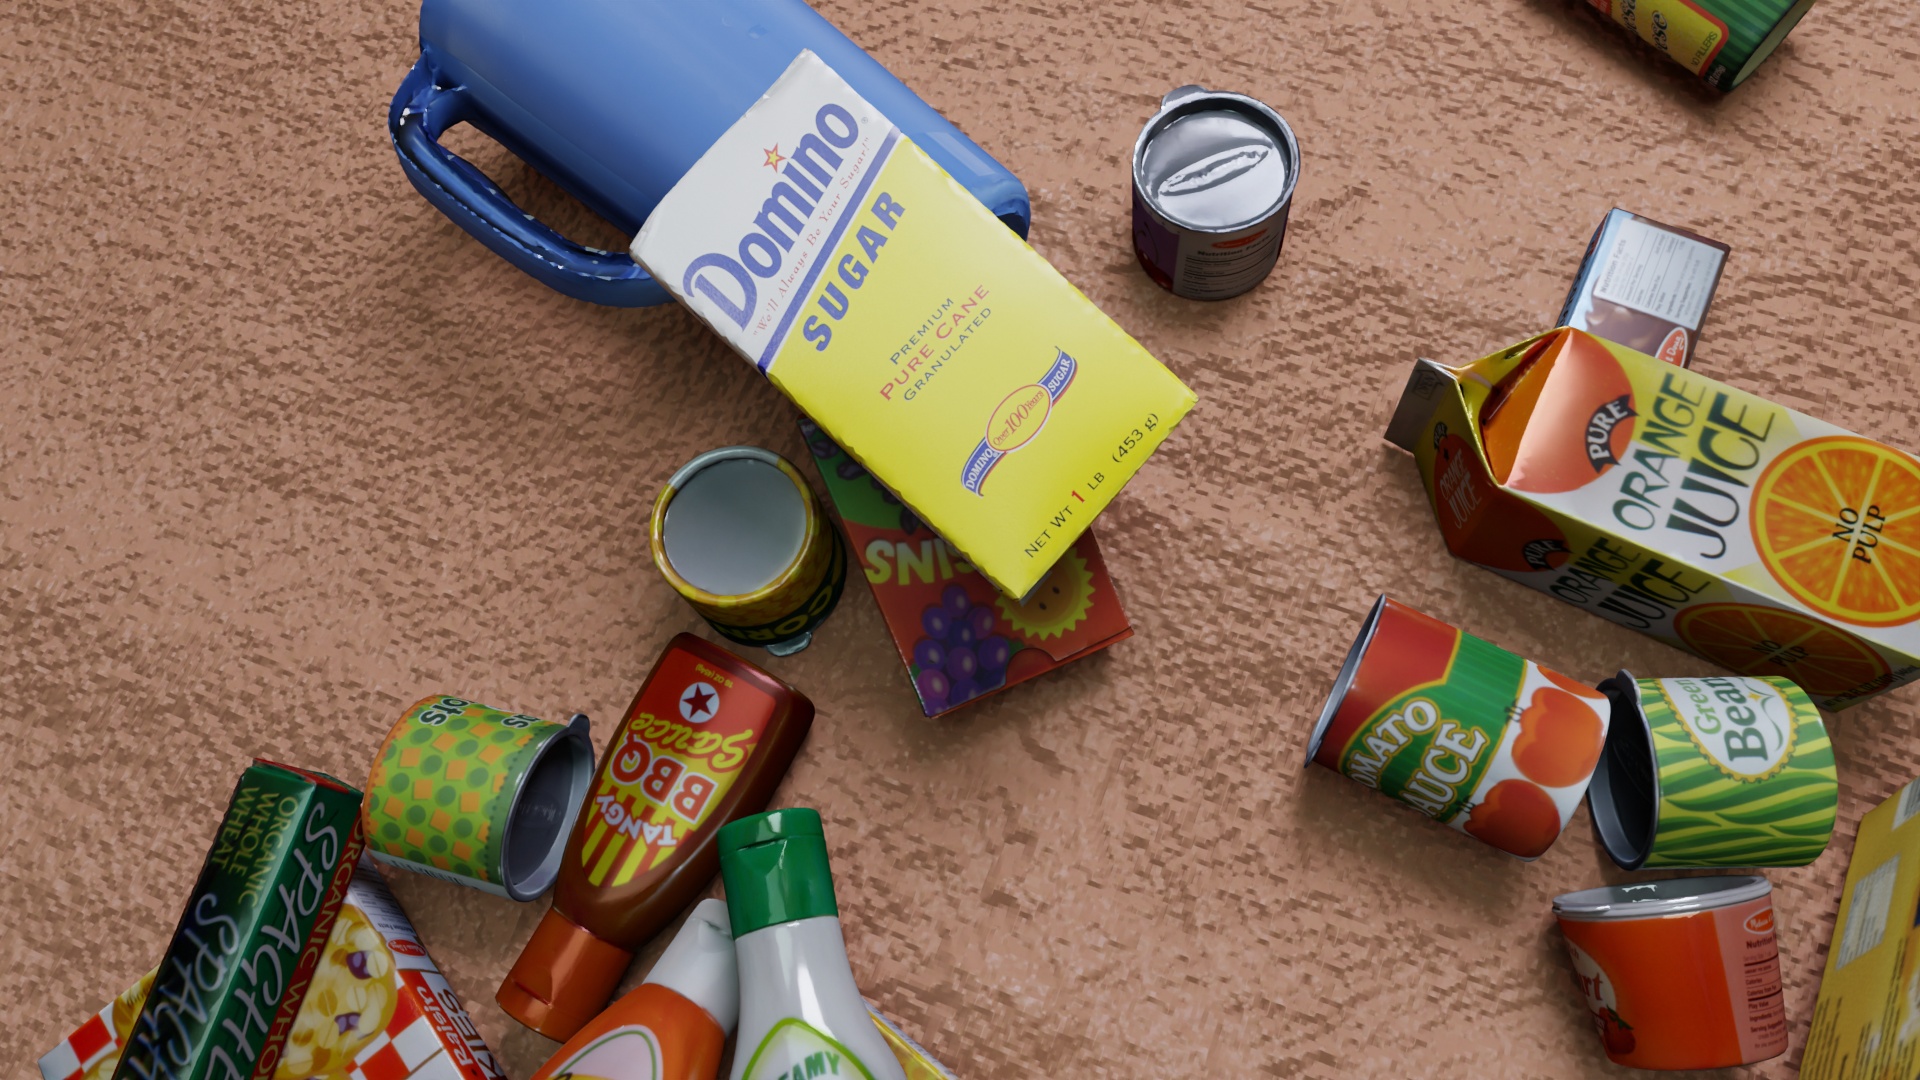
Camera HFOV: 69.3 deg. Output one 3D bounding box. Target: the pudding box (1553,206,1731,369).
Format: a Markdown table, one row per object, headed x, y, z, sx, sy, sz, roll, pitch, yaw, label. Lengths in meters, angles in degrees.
| x | y | z | sx | sy | sz | roll | pitch | yaw | label |
| --- | --- | --- | --- | --- | --- | --- | --- | --- | --- |
| 0.267 | -0.087 | 0.557 | 0.050 | 0.030 | 0.084 | 23 | 75 | 12 | pudding box |

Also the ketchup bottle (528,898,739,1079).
| x | y | z | sx | sy | sz | roll | pitch | yaw | label |
| --- | --- | --- | --- | --- | --- | --- | --- | --- | --- |
| -0.114 | 0.190 | 0.464 | 0.065 | 0.043 | 0.149 | 21 | 49 | 17 | ketchup bottle |

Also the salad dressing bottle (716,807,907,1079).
| x | y | z | sx | sy | sz | roll | pitch | yaw | label |
| --- | --- | --- | --- | --- | --- | --- | --- | --- | --- |
| -0.051 | 0.163 | 0.452 | 0.064 | 0.044 | 0.148 | -15 | 68 | 2 | salad dressing bottle |

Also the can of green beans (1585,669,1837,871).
| x | y | z | sx | sy | sz | roll | pitch | yaw | label |
| --- | --- | --- | --- | --- | --- | --- | --- | --- | --- |
| 0.256 | 0.080 | 0.480 | 0.058 | 0.071 | 0.071 | -2 | 71 | 5 | can of green beans |

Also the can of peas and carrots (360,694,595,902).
| x | y | z | sx | sy | sz | roll | pitch | yaw | label |
| --- | --- | --- | --- | --- | --- | --- | --- | --- | --- |
| -0.178 | 0.093 | 0.519 | 0.059 | 0.070 | 0.071 | 12 | 73 | 10 | can of peas and carrots |

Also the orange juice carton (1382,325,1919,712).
| x | y | z | sx | sy | sz | roll | pitch | yaw | label |
| --- | --- | --- | --- | --- | --- | --- | --- | --- | --- |
| 0.253 | -0.015 | 0.511 | 0.193 | 0.071 | 0.073 | 24 | 75 | 13 | orange juice carton |

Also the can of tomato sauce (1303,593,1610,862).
| x | y | z | sx | sy | sz | roll | pitch | yaw | label |
| --- | --- | --- | --- | --- | --- | --- | --- | --- | --- |
| 0.174 | 0.067 | 0.492 | 0.083 | 0.071 | 0.071 | 25 | 75 | 13 | can of tomato sauce |

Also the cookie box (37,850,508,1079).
| x | y | z | sx | sy | sz | roll | pitch | yaw | label |
| --- | --- | --- | --- | --- | --- | --- | --- | --- | --- |
| -0.231 | 0.213 | 0.497 | 0.123 | 0.040 | 0.168 | -39 | 71 | -8 | cookie box |

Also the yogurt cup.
| x | y | z | sx | sy | sz | roll | pitch | yaw | label |
| --- | --- | --- | --- | --- | --- | --- | --- | --- | --- |
| 0.238 | 0.143 | 0.462 | 0.072 | 0.072 | 0.054 | -9 | 78 | 3 | yogurt cup |

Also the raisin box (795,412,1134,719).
| x | y | z | sx | sy | sz | roll | pitch | yaw | label |
| --- | --- | --- | --- | --- | --- | --- | --- | --- | --- |
| 0.002 | -0.007 | 0.522 | 0.086 | 0.040 | 0.123 | -23 | 100 | -3 | raisin box |

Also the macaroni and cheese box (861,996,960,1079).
| x | y | z | sx | sy | sz | roll | pitch | yaw | label |
| --- | --- | --- | --- | --- | --- | --- | --- | --- | --- |
| -0.015 | 0.251 | 0.461 | 0.167 | 0.040 | 0.124 | 35 | 77 | 16 | macaroni and cheese box |

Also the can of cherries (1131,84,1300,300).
| x | y | z | sx | sy | sz | roll | pitch | yaw | label |
| --- | --- | --- | --- | --- | --- | --- | --- | --- | --- |
| 0.104 | -0.144 | 0.578 | 0.071 | 0.058 | 0.071 | -2 | 71 | 6 | can of cherries |

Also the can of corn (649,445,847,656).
| x | y | z | sx | sy | sz | roll | pitch | yaw | label |
| --- | --- | --- | --- | --- | --- | --- | --- | --- | --- |
| -0.081 | 0.005 | 0.544 | 0.071 | 0.058 | 0.071 | -2 | 71 | 6 | can of corn |

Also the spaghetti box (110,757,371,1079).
| x | y | z | sx | sy | sz | roll | pitch | yaw | label |
| --- | --- | --- | --- | --- | --- | --- | --- | --- | --- |
| -0.261 | 0.197 | 0.457 | 0.029 | 0.050 | 0.251 | 13 | 72 | 10 | spaghetti box |

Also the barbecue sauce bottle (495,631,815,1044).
| x | y | z | sx | sy | sz | roll | pitch | yaw | label |
| --- | --- | --- | --- | --- | --- | --- | --- | --- | --- |
| -0.116 | 0.111 | 0.518 | 0.065 | 0.043 | 0.149 | 24 | 75 | 20 | barbecue sauce bottle |

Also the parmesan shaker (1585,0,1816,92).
| x | y | z | sx | sy | sz | roll | pitch | yaw | label |
| --- | --- | --- | --- | --- | --- | --- | --- | --- | --- |
| 0.305 | -0.246 | 0.587 | 0.071 | 0.071 | 0.103 | -43 | 73 | -9 | parmesan shaker |
